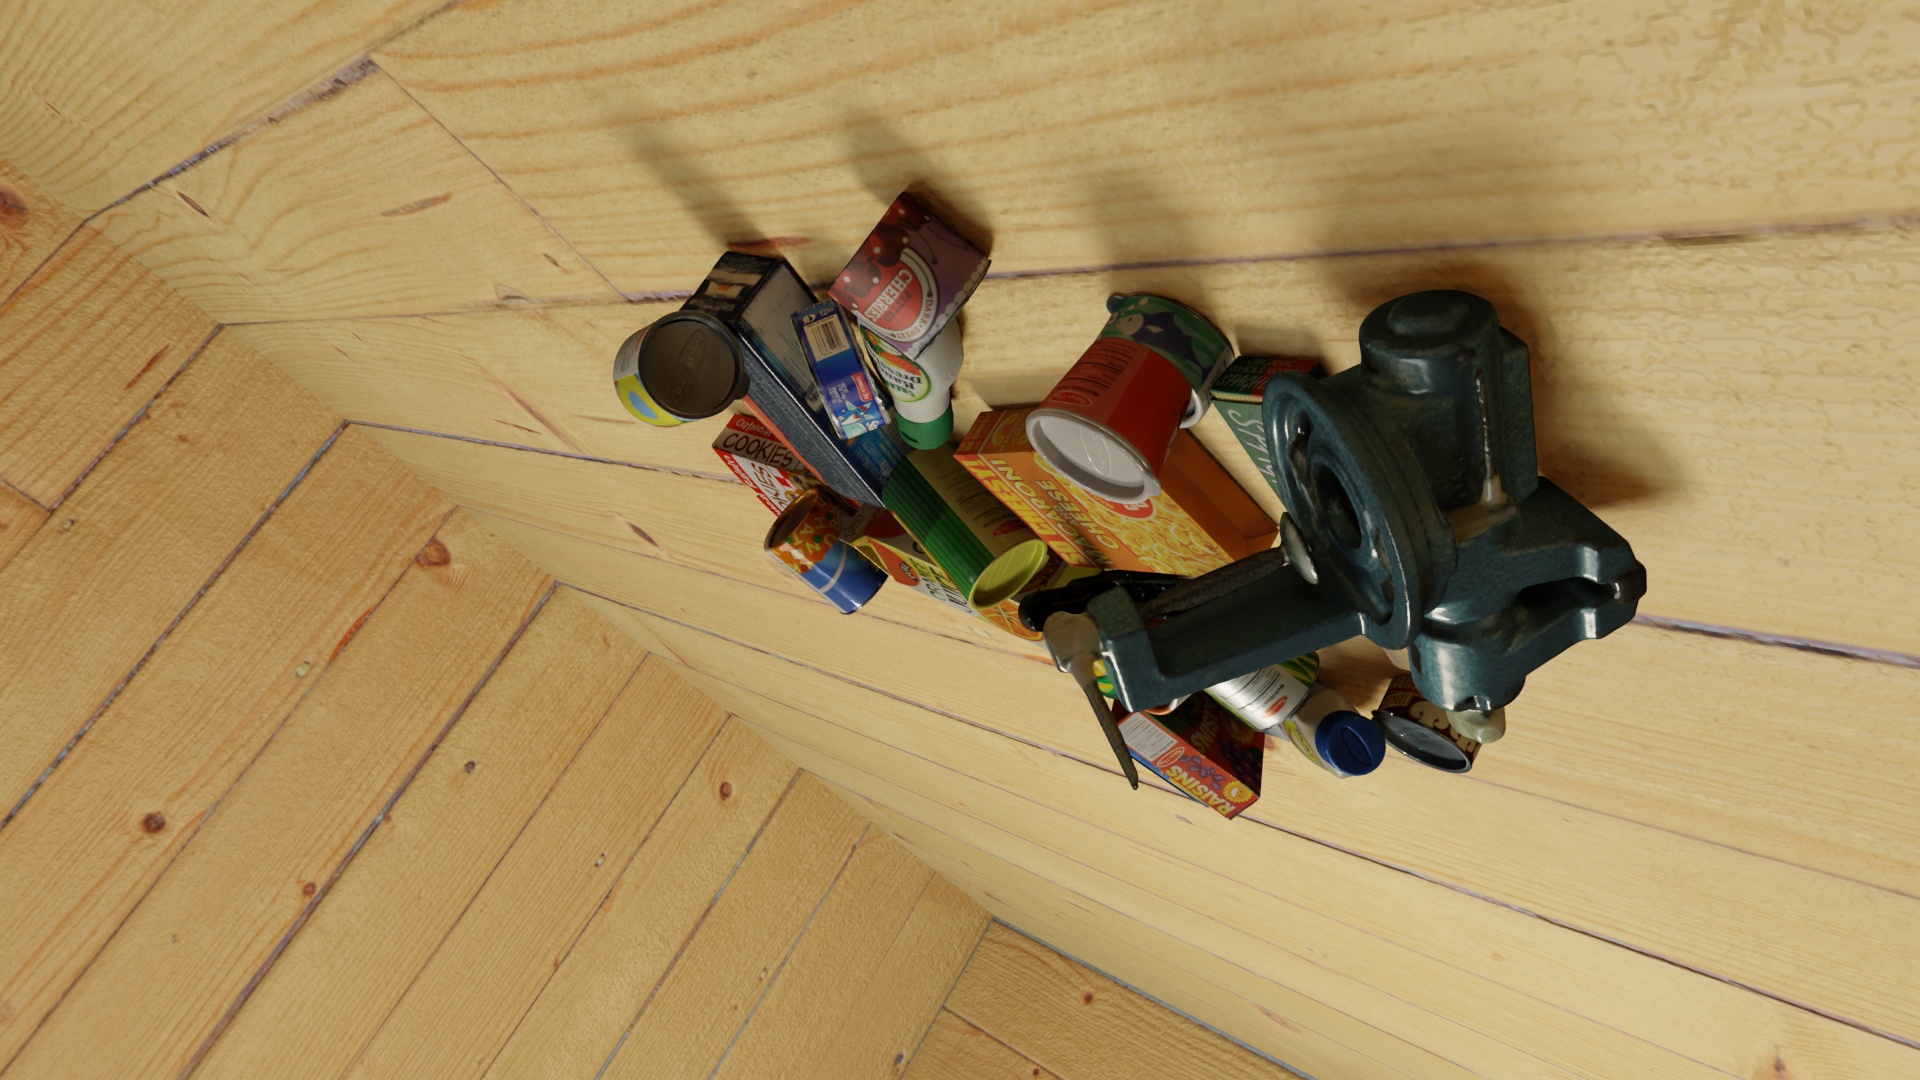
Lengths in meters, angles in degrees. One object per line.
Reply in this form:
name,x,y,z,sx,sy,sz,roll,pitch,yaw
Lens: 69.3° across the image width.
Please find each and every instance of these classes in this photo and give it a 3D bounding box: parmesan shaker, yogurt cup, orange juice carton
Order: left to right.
orange juice carton,0.003,0.005,1.027,0.193,0.072,0.072,23,159,28
parmesan shaker,0.003,-0.012,0.946,0.103,0.071,0.071,48,170,26
yogurt cup,0.072,-0.058,0.651,0.072,0.054,0.072,29,162,11

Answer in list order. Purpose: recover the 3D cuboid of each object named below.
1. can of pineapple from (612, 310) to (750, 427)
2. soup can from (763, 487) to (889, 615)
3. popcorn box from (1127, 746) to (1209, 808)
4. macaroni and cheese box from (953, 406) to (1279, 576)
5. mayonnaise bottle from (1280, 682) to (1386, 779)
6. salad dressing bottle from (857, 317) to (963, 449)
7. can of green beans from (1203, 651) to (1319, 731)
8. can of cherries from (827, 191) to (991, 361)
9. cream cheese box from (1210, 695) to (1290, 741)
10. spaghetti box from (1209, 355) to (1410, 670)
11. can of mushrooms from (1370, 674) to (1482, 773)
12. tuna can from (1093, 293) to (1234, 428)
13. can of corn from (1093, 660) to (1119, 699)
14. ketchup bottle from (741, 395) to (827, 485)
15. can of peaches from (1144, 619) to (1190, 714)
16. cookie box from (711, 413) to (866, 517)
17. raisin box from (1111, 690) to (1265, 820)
can of pineapple,-0.173,-0.103,0.854,0.071,0.071,0.058,41,160,-22
soup can,-0.101,0.006,1.096,0.083,0.071,0.071,41,161,-22
popcorn box,0.173,0.172,1.165,0.085,0.038,0.127,33,-177,-2
macaroni and cheese box,0.090,-0.030,0.834,0.123,0.040,0.166,42,160,-27
mayonnaise bottle,0.241,0.124,0.901,0.065,0.041,0.148,56,-177,4
salad dressing bottle,-0.026,-0.103,0.836,0.064,0.044,0.147,34,164,17
can of green beans,0.191,0.082,0.913,0.058,0.071,0.071,38,162,-11
can of cherries,-0.027,-0.134,0.710,0.058,0.072,0.071,38,162,-11
cream cheese box,0.207,0.108,1.025,0.053,0.024,0.103,12,153,48
spaghetti box,0.207,-0.005,0.716,0.050,0.029,0.249,13,153,48
can of mushrooms,0.294,0.114,0.874,0.071,0.033,0.071,30,163,10
tuna can,0.095,-0.088,0.681,0.071,0.033,0.071,29,162,11
can of corn,0.110,0.075,1.034,0.058,0.071,0.071,45,159,-31
ketchup bottle,-0.127,-0.100,1.021,0.065,0.044,0.148,10,151,50
can of peaches,0.141,0.079,0.969,0.071,0.058,0.070,34,142,31
cookie box,-0.115,-0.040,1.163,0.167,0.040,0.122,18,158,39
raisin box,0.176,0.144,1.067,0.123,0.086,0.040,37,125,-12
